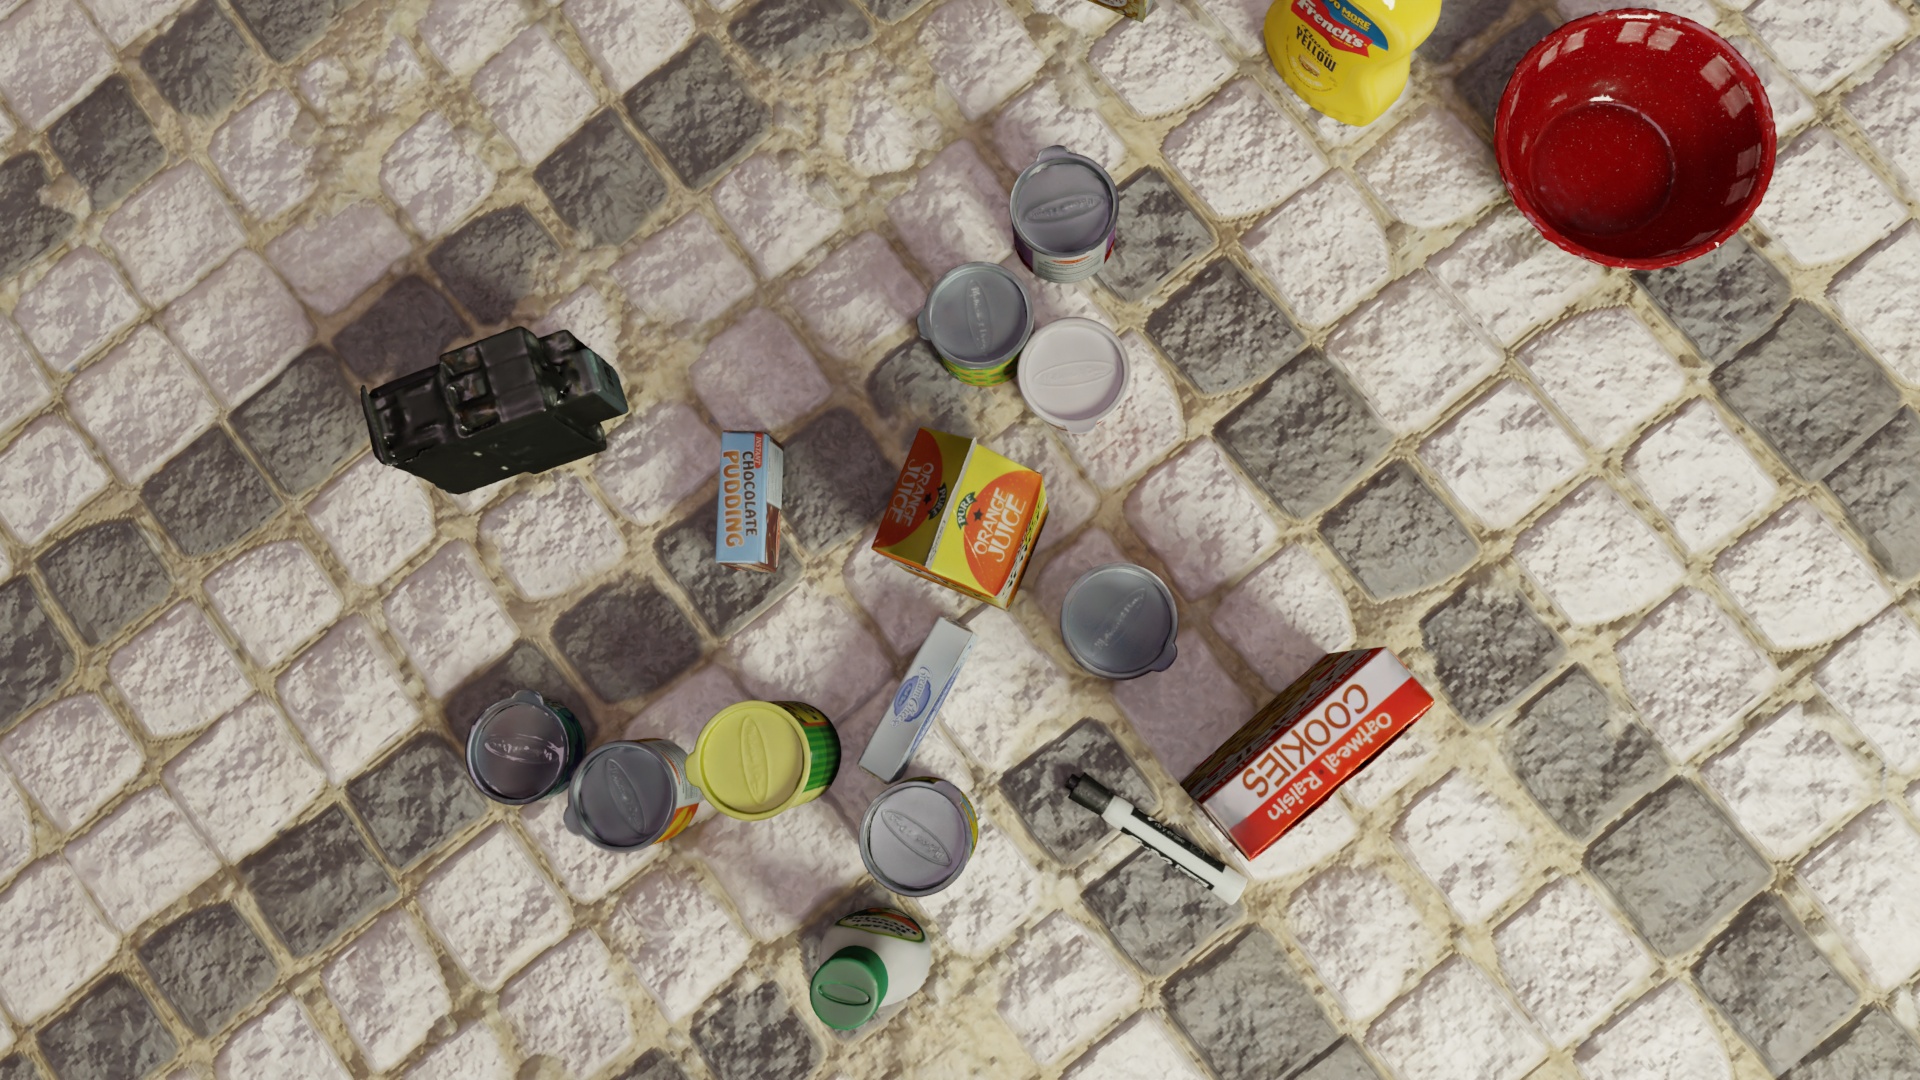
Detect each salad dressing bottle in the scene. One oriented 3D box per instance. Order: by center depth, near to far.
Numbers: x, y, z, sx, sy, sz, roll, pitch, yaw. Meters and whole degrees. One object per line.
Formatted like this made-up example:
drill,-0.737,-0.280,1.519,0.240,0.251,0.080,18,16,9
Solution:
salad dressing bottle,-0.053,0.239,0.777,0.064,0.147,0.044,11,85,6

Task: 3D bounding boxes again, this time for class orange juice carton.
orange juice carton,0.003,-0.010,0.780,0.073,0.192,0.072,22,86,7

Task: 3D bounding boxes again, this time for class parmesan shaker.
parmesan shaker,-0.114,0.127,0.818,0.071,0.103,0.071,-1,84,5

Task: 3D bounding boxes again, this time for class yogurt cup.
yogurt cup,0.070,-0.098,0.855,0.072,0.054,0.072,-1,83,5

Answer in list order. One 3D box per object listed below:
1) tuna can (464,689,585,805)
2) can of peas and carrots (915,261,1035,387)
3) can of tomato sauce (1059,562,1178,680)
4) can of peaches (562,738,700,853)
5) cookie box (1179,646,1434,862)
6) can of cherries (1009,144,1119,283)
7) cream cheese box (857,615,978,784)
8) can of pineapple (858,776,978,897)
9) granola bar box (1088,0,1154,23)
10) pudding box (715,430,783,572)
tuna can,-0.270,0.128,0.866,0.071,0.033,0.071,-1,83,5
can of peas and carrots,0.011,-0.132,0.861,0.071,0.058,0.071,-1,84,5
can of tomato sauce,0.094,0.050,0.820,0.071,0.083,0.071,-1,84,5
can of peaches,-0.199,0.155,0.845,0.071,0.058,0.071,-1,84,5
cookie box,0.184,0.114,0.763,0.123,0.167,0.040,-41,82,0
can of cherries,0.065,-0.202,0.865,0.071,0.058,0.071,-1,84,5
cream cheese box,-0.025,0.096,0.840,0.024,0.053,0.104,29,86,7
can of pineapple,-0.022,0.174,0.828,0.071,0.058,0.071,-1,84,5
granola bar box,0.049,-0.393,0.856,0.166,0.124,0.039,25,87,7
pudding box,-0.131,-0.024,0.864,0.030,0.049,0.084,1,84,5
